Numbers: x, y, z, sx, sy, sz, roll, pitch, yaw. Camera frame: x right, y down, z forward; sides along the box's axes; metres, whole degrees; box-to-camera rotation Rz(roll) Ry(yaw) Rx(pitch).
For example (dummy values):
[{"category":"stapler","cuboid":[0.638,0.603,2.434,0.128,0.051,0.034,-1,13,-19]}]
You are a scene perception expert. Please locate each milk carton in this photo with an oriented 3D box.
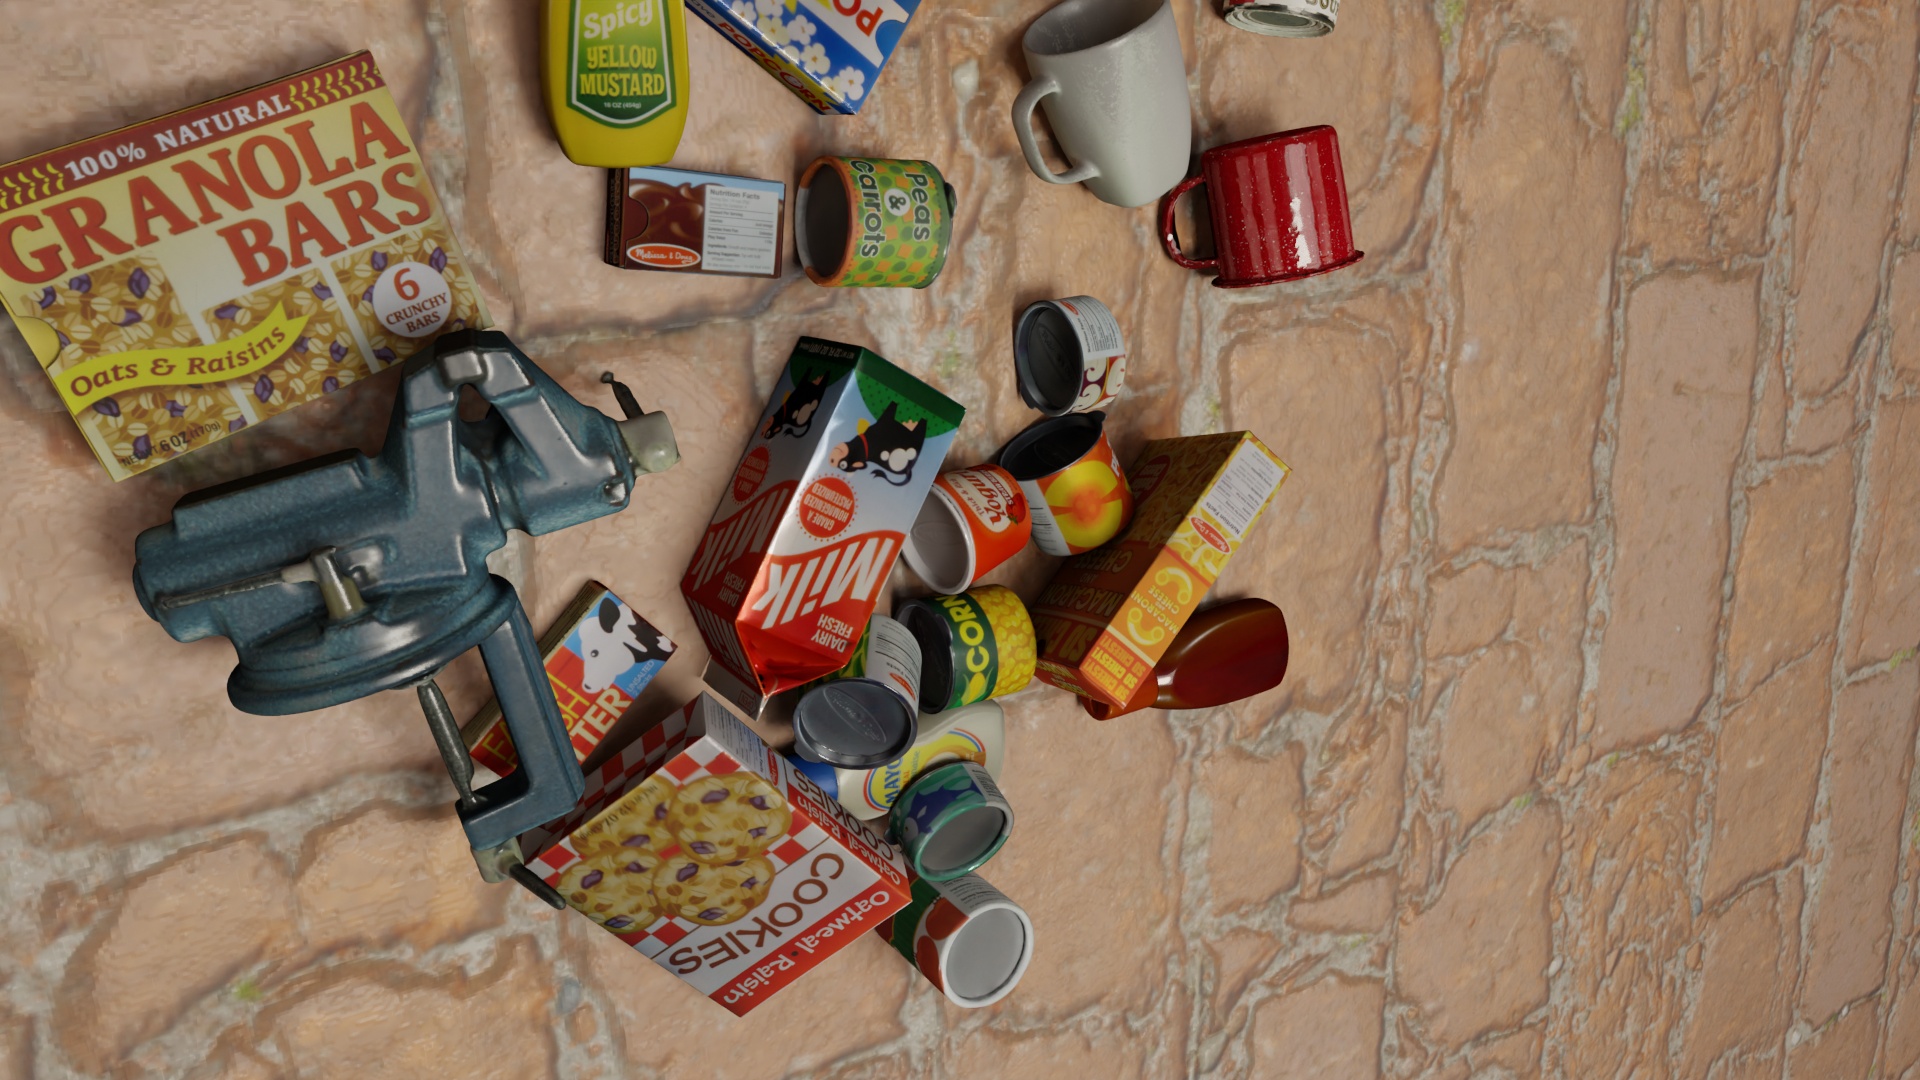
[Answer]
[{"category":"milk carton","cuboid":[-0.080,-0.004,0.722,0.073,0.072,0.190,28,86,-35]}]

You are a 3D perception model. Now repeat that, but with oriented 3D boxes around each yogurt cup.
[{"category":"yogurt cup","cuboid":[0.003,-0.010,0.781,0.054,0.072,0.072,-24,114,-35]}]

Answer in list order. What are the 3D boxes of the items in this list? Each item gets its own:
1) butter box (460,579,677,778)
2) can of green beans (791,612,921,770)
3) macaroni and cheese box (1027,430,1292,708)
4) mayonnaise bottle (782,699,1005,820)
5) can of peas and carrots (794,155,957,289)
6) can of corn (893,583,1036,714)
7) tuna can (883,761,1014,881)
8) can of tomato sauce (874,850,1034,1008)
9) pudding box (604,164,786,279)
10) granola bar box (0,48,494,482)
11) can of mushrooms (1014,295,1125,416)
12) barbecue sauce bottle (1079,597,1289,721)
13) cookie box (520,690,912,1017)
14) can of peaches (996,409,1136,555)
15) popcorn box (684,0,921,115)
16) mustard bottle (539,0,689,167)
[{"category":"butter box","cuboid":[-0.196,0.076,0.696,0.104,0.024,0.053,-52,122,-12]},{"category":"can of green beans","cuboid":[-0.055,0.081,0.752,0.071,0.058,0.071,0,125,1]},{"category":"macaroni and cheese box","cuboid":[0.104,0.013,0.814,0.040,0.123,0.167,40,79,-15]},{"category":"mayonnaise bottle","cuboid":[-0.045,0.129,0.796,0.148,0.041,0.064,-9,115,-31]},{"category":"can of peas and carrots","cuboid":[-0.044,-0.162,0.707,0.059,0.071,0.070,-6,105,-31]},{"category":"can of corn","cuboid":[0.003,0.060,0.793,0.058,0.071,0.071,-10,107,-32]},{"category":"tuna can","cuboid":[-0.007,0.163,0.794,0.071,0.033,0.070,-20,136,-21]},{"category":"can of tomato sauce","cuboid":[-0.006,0.228,0.821,0.071,0.083,0.071,-9,107,-31]},{"category":"pudding box","cuboid":[-0.129,-0.156,0.679,0.084,0.030,0.049,-3,104,-32]},{"category":"granola bar box","cuboid":[-0.298,-0.115,0.574,0.166,0.039,0.123,-30,116,-24]},{"category":"can of mushrooms","cuboid":[0.061,-0.105,0.795,0.033,0.071,0.070,-14,109,-30]},{"category":"barbecue sauce bottle","cuboid":[0.147,0.082,0.909,0.149,0.044,0.064,-13,108,-29]},{"category":"cookie box","cuboid":[-0.124,0.168,0.727,0.123,0.040,0.167,-36,123,11]},{"category":"can of peaches","cuboid":[0.064,-0.034,0.811,0.071,0.071,0.058,-39,120,-19]},{"category":"popcorn box","cuboid":[-0.085,-0.278,0.672,0.126,0.038,0.085,32,82,-34]},{"category":"mustard bottle","cuboid":[-0.152,-0.243,0.601,0.065,0.049,0.159,-8,129,-19]}]
